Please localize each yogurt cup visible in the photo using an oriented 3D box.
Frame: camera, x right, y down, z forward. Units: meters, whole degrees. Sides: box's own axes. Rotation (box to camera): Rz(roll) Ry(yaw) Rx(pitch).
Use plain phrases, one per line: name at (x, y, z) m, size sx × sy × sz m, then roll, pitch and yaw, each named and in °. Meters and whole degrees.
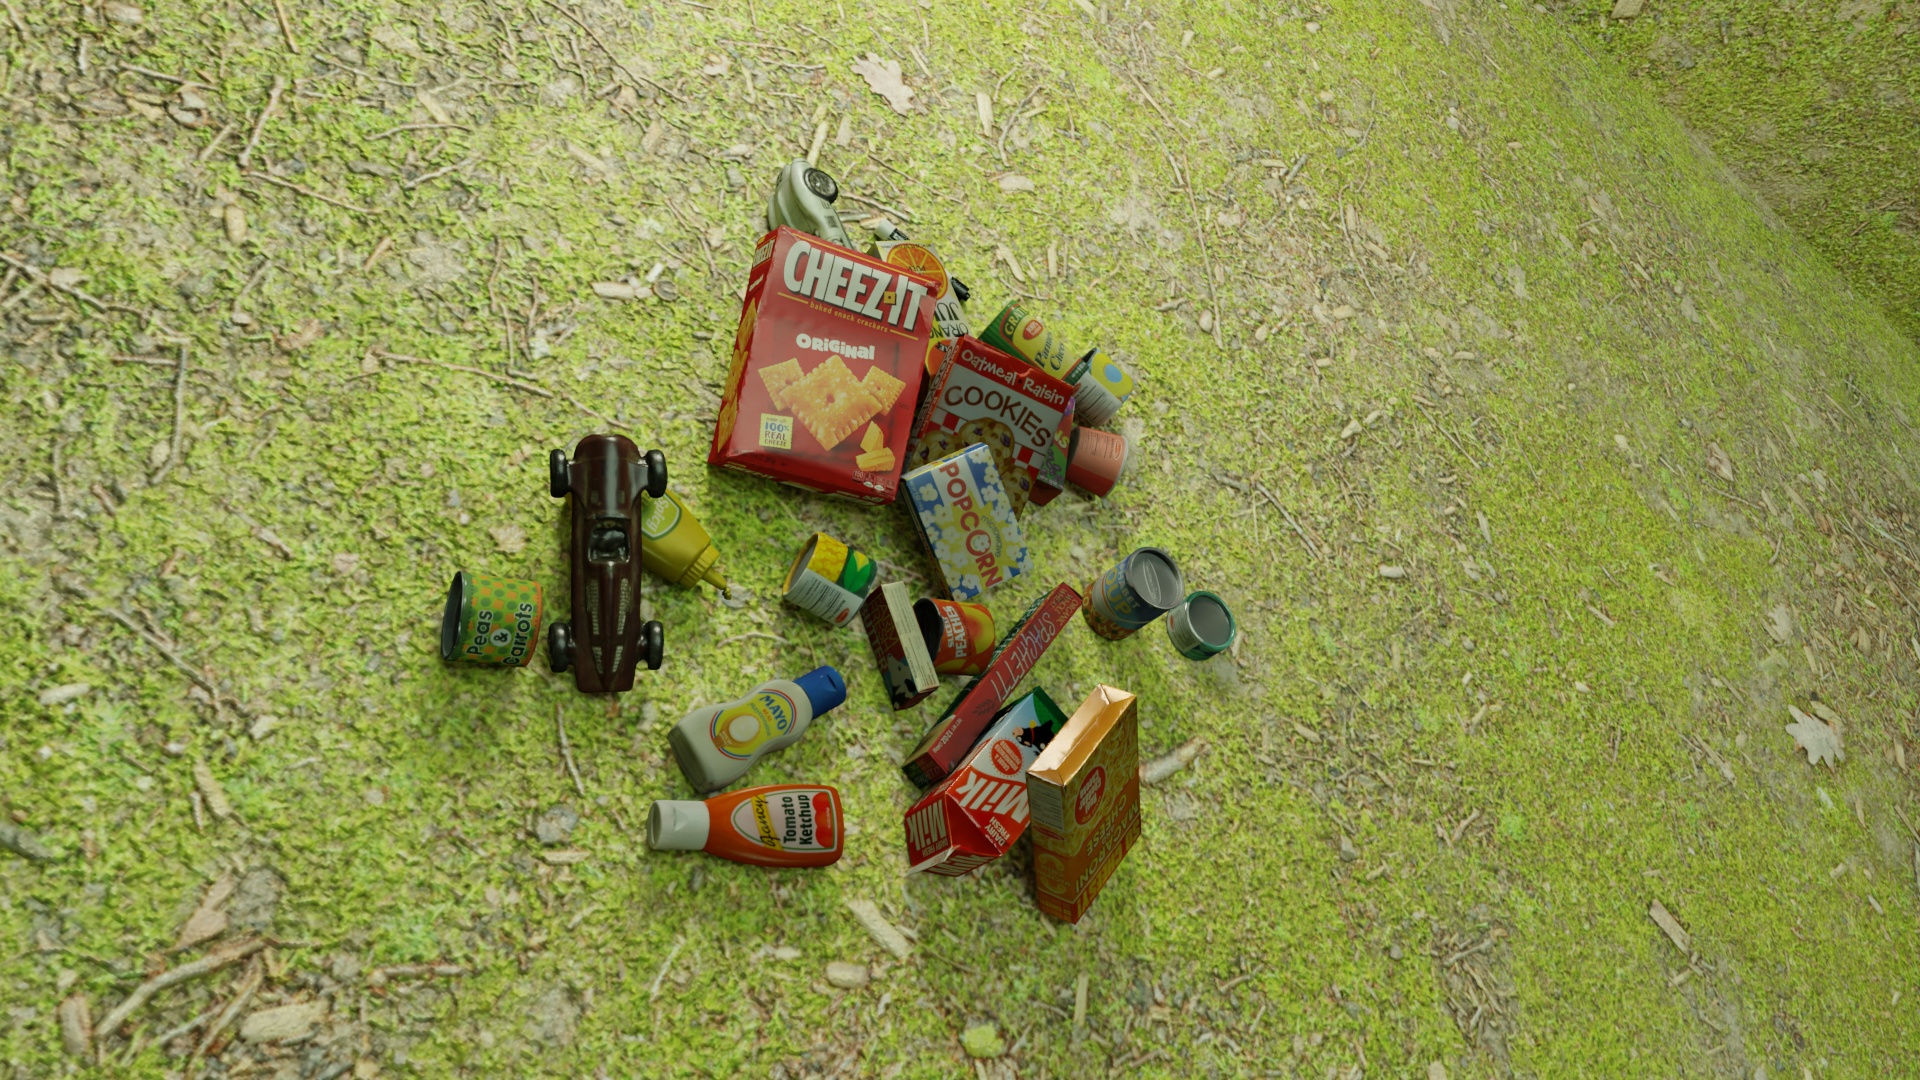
yogurt cup at (0.134, -0.083, 1.423) m, size 0.054 × 0.072 × 0.073 m, roll 20°, pitch 55°, yaw -13°

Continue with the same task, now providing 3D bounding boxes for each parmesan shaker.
parmesan shaker at (0.070, -0.183, 1.384) m, size 0.103 × 0.071 × 0.072 m, roll 40°, pitch 50°, yaw -1°

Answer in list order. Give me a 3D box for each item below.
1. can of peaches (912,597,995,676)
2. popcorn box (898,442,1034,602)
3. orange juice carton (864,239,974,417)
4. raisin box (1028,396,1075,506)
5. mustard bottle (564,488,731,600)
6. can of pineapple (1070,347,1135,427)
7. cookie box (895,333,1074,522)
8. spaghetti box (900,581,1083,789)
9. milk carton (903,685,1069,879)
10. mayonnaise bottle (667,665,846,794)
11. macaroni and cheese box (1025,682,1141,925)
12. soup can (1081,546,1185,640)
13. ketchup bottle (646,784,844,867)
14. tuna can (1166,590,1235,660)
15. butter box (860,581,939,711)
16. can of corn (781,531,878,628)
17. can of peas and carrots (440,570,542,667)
can of peaches at (-0.008, 0.086, 1.230) m, size 0.058 × 0.071 × 0.071 m, roll 9°, pitch 61°, yaw -31°
popcorn box at (0.005, -0.016, 1.271) m, size 0.085 × 0.038 × 0.126 m, roll -25°, pitch 102°, yaw -16°
orange juice carton at (-0.038, -0.195, 1.366) m, size 0.072 × 0.072 × 0.193 m, roll -11°, pitch 72°, yaw -37°
raisin box at (0.066, -0.107, 1.407) m, size 0.086 × 0.040 × 0.124 m, roll 24°, pitch 53°, yaw -19°
mustard bottle at (-0.247, -0.007, 1.140) m, size 0.160 × 0.048 × 0.065 m, roll 40°, pitch 56°, yaw -8°
can of pineapple at (0.143, -0.163, 1.471) m, size 0.058 × 0.070 × 0.071 m, roll 40°, pitch 50°, yaw -9°
cookie box at (0.019, -0.094, 1.311) m, size 0.123 × 0.040 × 0.167 m, roll 23°, pitch 90°, yaw -21°
spaghetti box at (0.033, 0.125, 1.248) m, size 0.028 × 0.050 × 0.251 m, roll 46°, pitch 49°, yaw -5°
milk carton at (0.023, 0.215, 1.176) m, size 0.073 × 0.072 × 0.191 m, roll 49°, pitch 50°, yaw -1°
mayonnaise bottle at (-0.159, 0.145, 1.118) m, size 0.149 × 0.041 × 0.065 m, roll -26°, pitch 79°, yaw -39°
macaroni and cheese box at (0.107, 0.223, 1.180) m, size 0.040 × 0.165 × 0.124 m, roll 17°, pitch 41°, yaw 30°
soup can at (0.165, 0.052, 1.353) m, size 0.071 × 0.083 × 0.071 m, roll 16°, pitch 57°, yaw -25°
ketchup bottle at (-0.165, 0.220, 1.071) m, size 0.149 × 0.043 × 0.065 m, roll 7°, pitch 62°, yaw -30°
tuna can at (0.249, 0.087, 1.421) m, size 0.071 × 0.032 × 0.071 m, roll 15°, pitch 58°, yaw -25°
butter box at (-0.054, 0.091, 1.209) m, size 0.024 × 0.053 × 0.104 m, roll -9°, pitch 69°, yaw -33°
can of corn at (-0.112, 0.032, 1.196) m, size 0.058 × 0.071 × 0.071 m, roll 30°, pitch 52°, yaw -16°
can of peas and carrots at (-0.346, 0.060, 1.025) m, size 0.059 × 0.070 × 0.071 m, roll 10°, pitch 60°, yaw -29°
